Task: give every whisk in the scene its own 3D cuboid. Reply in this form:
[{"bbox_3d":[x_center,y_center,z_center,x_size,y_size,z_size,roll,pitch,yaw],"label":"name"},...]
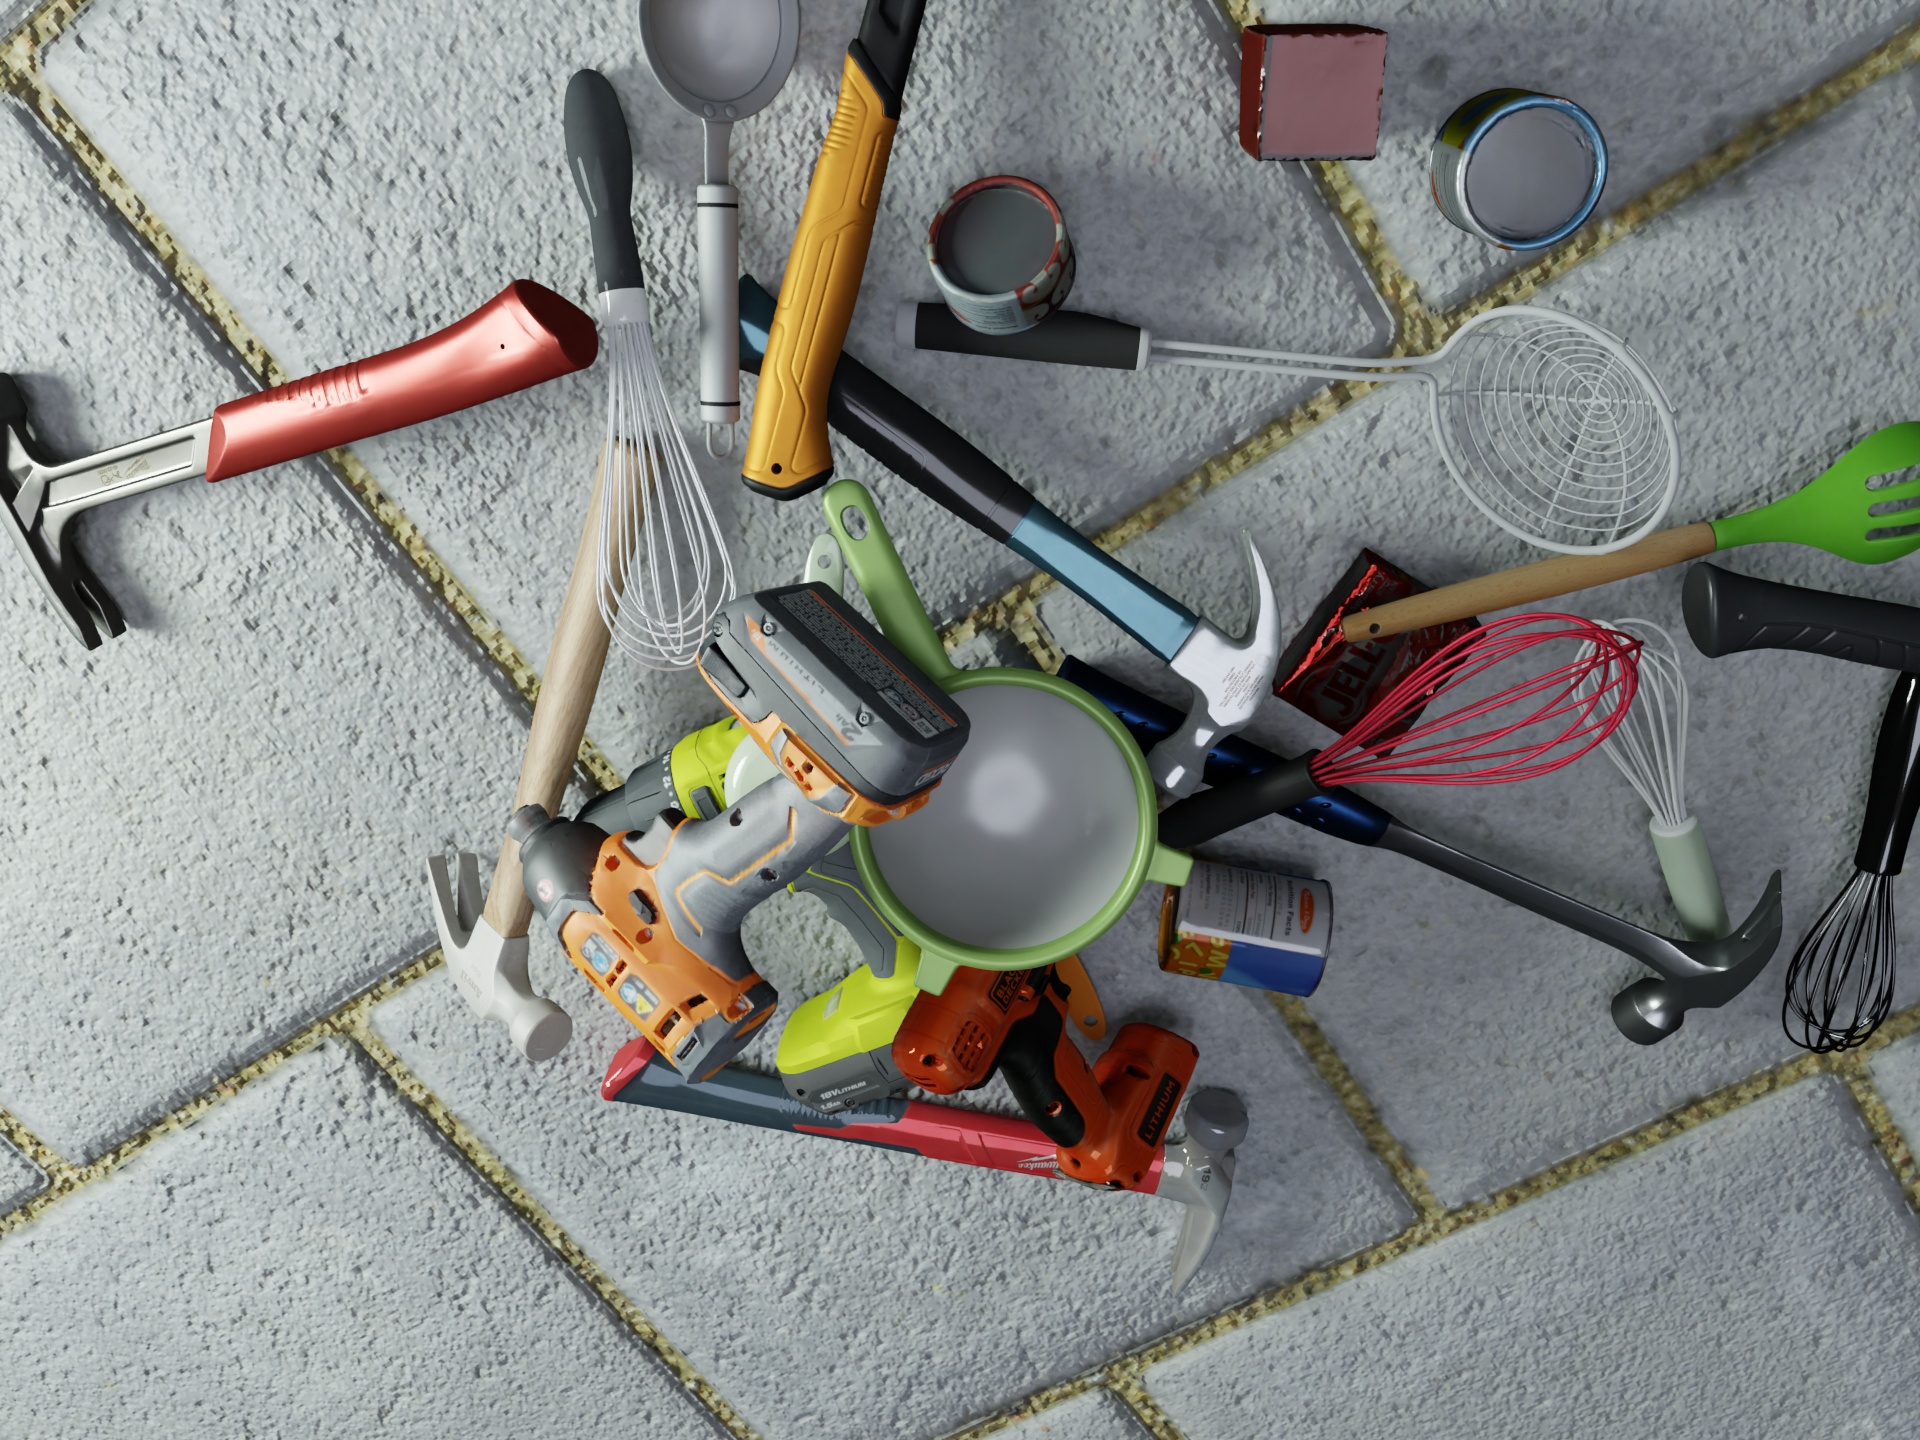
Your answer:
[{"bbox_3d":[0.378,0.048,0.850,0.058,0.059,0.246,-29,115,-2],"label":"whisk"},{"bbox_3d":[0.188,0.019,0.758,0.073,0.073,0.296,46,137,-16],"label":"whisk"},{"bbox_3d":[0.491,0.077,0.857,0.055,0.055,0.238,4,110,2],"label":"whisk"},{"bbox_3d":[-0.154,-0.165,0.762,0.070,0.070,0.284,-7,97,7],"label":"whisk"}]

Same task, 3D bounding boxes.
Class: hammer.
[{"bbox_3d":[0.237,0.059,0.850,0.405,0.035,0.144,24,142,-3],"label":"hammer"},{"bbox_3d":[0.017,-0.105,0.789,0.331,0.033,0.128,36,99,-4],"label":"hammer"},{"bbox_3d":[-0.219,0.009,0.854,0.130,0.031,0.331,31,110,37],"label":"hammer"},{"bbox_3d":[-0.335,-0.136,0.787,0.359,0.037,0.149,-10,113,20],"label":"hammer"},{"bbox_3d":[-0.053,-0.266,0.717,0.127,0.034,0.336,15,106,-4],"label":"hammer"},{"bbox_3d":[-0.028,0.263,0.979,0.386,0.038,0.143,10,116,-1],"label":"hammer"},{"bbox_3d":[0.515,-0.037,0.783,0.334,0.035,0.146,9,109,-7],"label":"hammer"}]

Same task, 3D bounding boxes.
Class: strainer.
[{"bbox_3d":[-0.114,-0.250,0.733,0.050,0.087,0.258,18,112,45],"label":"strainer"},{"bbox_3d":[-0.001,-0.003,0.796,0.151,0.069,0.256,-26,94,7],"label":"strainer"}]

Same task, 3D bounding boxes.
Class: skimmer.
[{"bbox_3d":[0.145,-0.150,0.750,0.363,0.090,0.127,7,144,3],"label":"skimmer"}]

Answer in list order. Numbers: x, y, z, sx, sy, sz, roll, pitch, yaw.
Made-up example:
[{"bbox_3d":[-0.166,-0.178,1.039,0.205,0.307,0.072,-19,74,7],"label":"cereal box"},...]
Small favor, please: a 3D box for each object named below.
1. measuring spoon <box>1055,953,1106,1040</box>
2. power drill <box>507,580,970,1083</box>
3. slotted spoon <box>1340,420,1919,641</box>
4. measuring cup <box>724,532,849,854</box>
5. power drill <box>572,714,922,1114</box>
[{"bbox_3d":[0.062,0.142,0.935,0.021,0.011,0.116,-19,115,13],"label":"measuring spoon"},{"bbox_3d":[-0.118,0.043,0.754,0.164,0.084,0.226,43,113,11],"label":"power drill"},{"bbox_3d":[0.344,-0.082,0.784,0.314,0.031,0.070,-14,113,5],"label":"slotted spoon"},{"bbox_3d":[-0.077,-0.009,0.796,0.083,0.038,0.167,8,103,6],"label":"measuring cup"},{"bbox_3d":[-0.091,0.101,0.890,0.190,0.080,0.228,-23,108,12],"label":"power drill"}]
